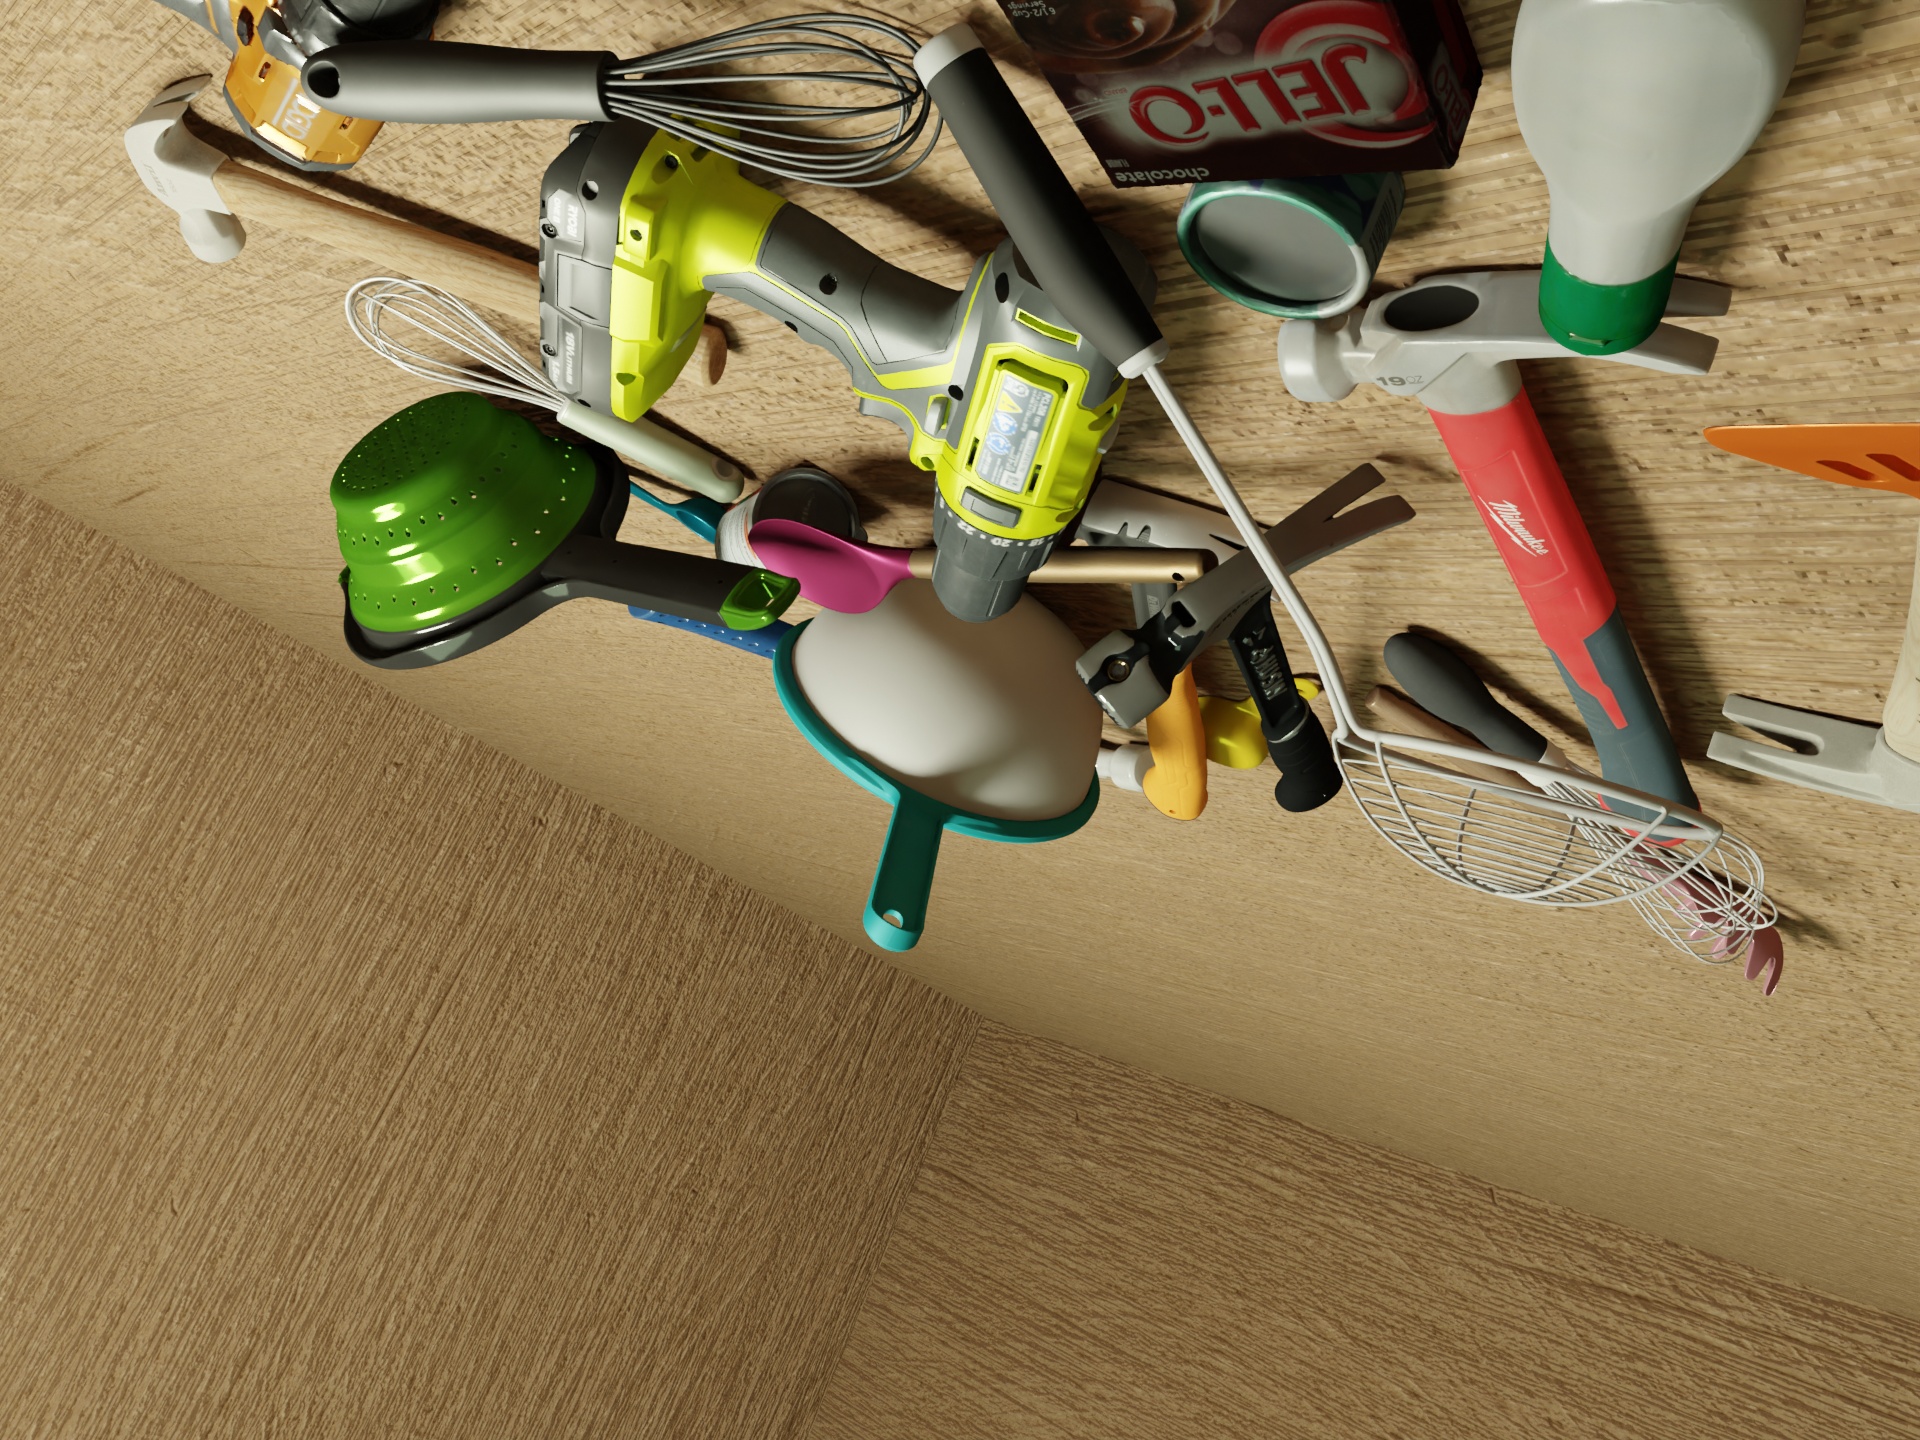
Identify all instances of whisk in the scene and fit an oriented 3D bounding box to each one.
[{"bbox_3d":[0.322,0.039,0.825,0.284,0.070,0.070,34,163,-18],"label":"whisk"},{"bbox_3d":[-0.238,-0.189,0.929,0.246,0.058,0.059,25,136,-21],"label":"whisk"},{"bbox_3d":[-0.122,-0.217,0.552,0.239,0.055,0.055,7,162,13],"label":"whisk"}]

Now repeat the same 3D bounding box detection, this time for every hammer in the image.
[{"bbox_3d":[0.167,-0.010,0.813,0.036,0.149,0.408,54,-174,21],"label":"hammer"},{"bbox_3d":[0.322,-0.059,0.520,0.146,0.038,0.410,17,163,32],"label":"hammer"},{"bbox_3d":[0.125,-0.020,0.901,0.127,0.034,0.336,20,158,19],"label":"hammer"},{"bbox_3d":[-0.045,-0.022,1.080,0.405,0.035,0.144,21,172,-39],"label":"hammer"},{"bbox_3d":[0.265,-0.041,0.645,0.143,0.038,0.385,9,157,40],"label":"hammer"},{"bbox_3d":[-0.275,-0.240,0.816,0.331,0.031,0.130,21,159,6],"label":"hammer"}]

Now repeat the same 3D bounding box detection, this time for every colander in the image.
[{"bbox_3d":[-0.252,-0.120,0.924,0.397,0.204,0.094,13,145,39],"label":"colander"}]

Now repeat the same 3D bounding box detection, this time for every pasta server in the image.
[{"bbox_3d":[0.354,0.068,0.909,0.316,0.040,0.060,29,-170,-14],"label":"pasta server"}]

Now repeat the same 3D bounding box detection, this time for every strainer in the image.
[{"bbox_3d":[-0.001,-0.003,0.865,0.211,0.095,0.341,25,-154,-6],"label":"strainer"}]

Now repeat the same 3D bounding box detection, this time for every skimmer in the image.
[{"bbox_3d":[0.118,-0.085,0.532,0.363,0.090,0.127,56,174,-5],"label":"skimmer"}]

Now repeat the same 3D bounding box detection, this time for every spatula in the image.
[{"bbox_3d":[0.329,-0.016,0.504,0.081,0.041,0.322,11,160,47],"label":"spatula"}]

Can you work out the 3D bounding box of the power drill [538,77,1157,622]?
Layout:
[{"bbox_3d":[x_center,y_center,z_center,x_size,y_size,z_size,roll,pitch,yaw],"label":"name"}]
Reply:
[{"bbox_3d":[-0.049,-0.141,0.644,0.228,0.080,0.190,24,142,3],"label":"power drill"}]

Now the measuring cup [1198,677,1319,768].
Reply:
[{"bbox_3d":[0.179,0.002,0.964,0.062,0.029,0.156,25,167,-5],"label":"measuring cup"}]

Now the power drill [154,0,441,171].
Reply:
[{"bbox_3d":[-0.297,-0.300,0.571,0.226,0.084,0.185,28,163,-29],"label":"power drill"}]

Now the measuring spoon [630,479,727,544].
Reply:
[{"bbox_3d":[-0.202,-0.156,1.056,0.129,0.021,0.042,31,168,12],"label":"measuring spoon"}]

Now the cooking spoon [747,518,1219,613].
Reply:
[{"bbox_3d":[-0.003,-0.077,0.783,0.319,0.017,0.068,7,141,47],"label":"cooking spoon"}]
